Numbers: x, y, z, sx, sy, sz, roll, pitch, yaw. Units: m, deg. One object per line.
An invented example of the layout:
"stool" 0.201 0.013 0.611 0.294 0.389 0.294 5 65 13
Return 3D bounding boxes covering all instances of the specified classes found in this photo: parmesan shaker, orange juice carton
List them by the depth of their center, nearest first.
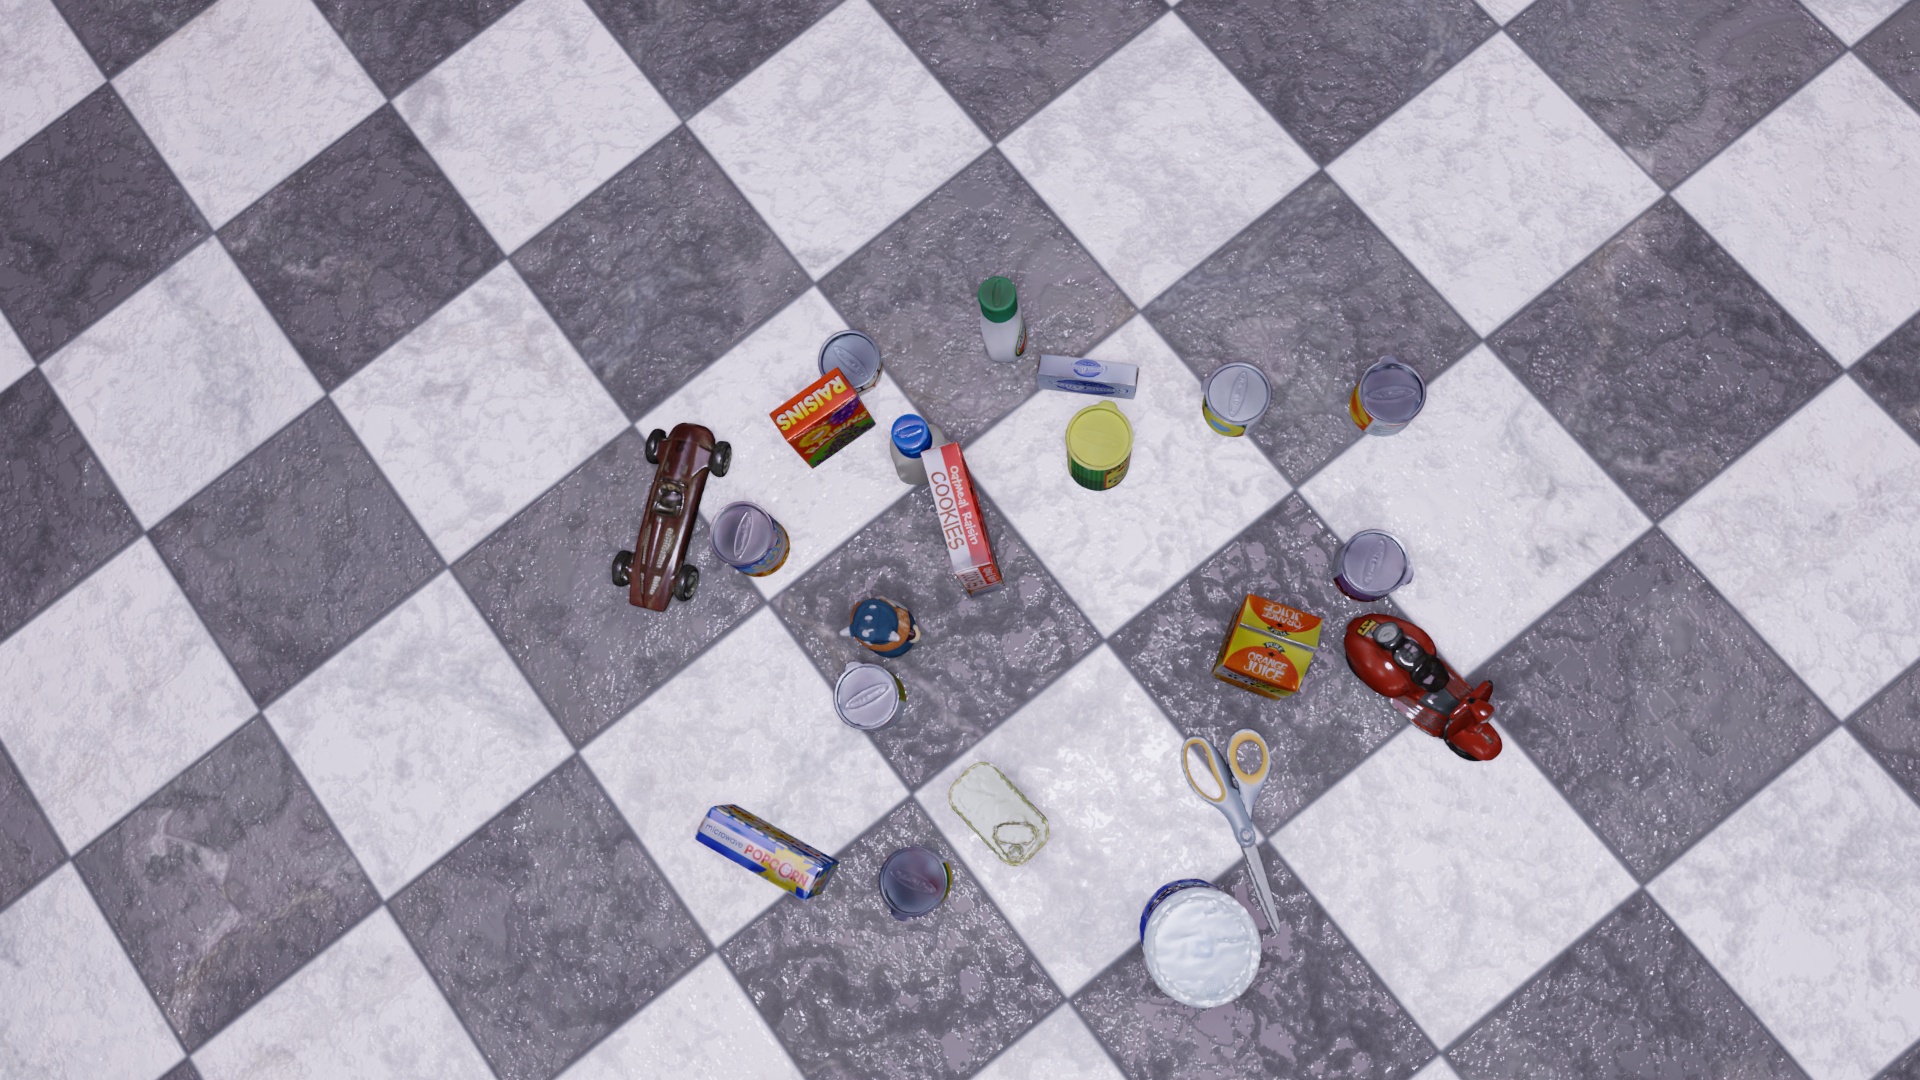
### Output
"orange juice carton" 0.287 0.100 1.304 0.072 0.192 0.073 20 82 9
"parmesan shaker" 0.141 -0.094 1.400 0.071 0.103 0.071 -1 80 5

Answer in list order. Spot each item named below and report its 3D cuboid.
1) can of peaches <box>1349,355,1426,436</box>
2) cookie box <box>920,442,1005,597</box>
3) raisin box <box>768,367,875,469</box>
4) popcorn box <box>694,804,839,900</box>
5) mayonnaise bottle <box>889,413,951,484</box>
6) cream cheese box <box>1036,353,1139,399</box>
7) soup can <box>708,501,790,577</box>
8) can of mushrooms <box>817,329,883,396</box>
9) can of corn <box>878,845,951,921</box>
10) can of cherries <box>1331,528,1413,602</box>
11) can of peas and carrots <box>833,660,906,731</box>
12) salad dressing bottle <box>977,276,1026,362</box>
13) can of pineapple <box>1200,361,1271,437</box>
"can of peaches" 0.431 -0.145 1.405 0.071 0.058 0.071 -1 79 5
"cookie box" 0.005 -0.017 1.366 0.040 0.167 0.123 -17 79 2
"raisin box" -0.140 -0.123 1.422 0.086 0.123 0.040 -34 79 -1
"popcorn box" -0.189 0.305 1.365 0.127 0.085 0.038 27 83 10
"mayonnaise bottle" -0.041 -0.092 1.394 0.065 0.148 0.041 -16 79 3
"cream cheese box" 0.132 -0.170 1.441 0.104 0.053 0.024 7 81 7
"soup can" -0.213 0.001 1.426 0.071 0.083 0.071 -1 80 5
"can of mushrooms" -0.118 -0.186 1.478 0.071 0.033 0.071 -1 79 5
"can of corn" -0.044 0.335 1.359 0.071 0.058 0.071 -1 79 5
"can of cherries" 0.407 0.027 1.375 0.071 0.058 0.071 -1 79 5
"can of peas and carrots" -0.092 0.157 1.398 0.071 0.058 0.071 -1 79 5
"salad dressing bottle" 0.042 -0.225 1.412 0.044 0.147 0.064 5 80 6
"can of pineapple" 0.280 -0.144 1.420 0.071 0.058 0.071 -1 79 5
